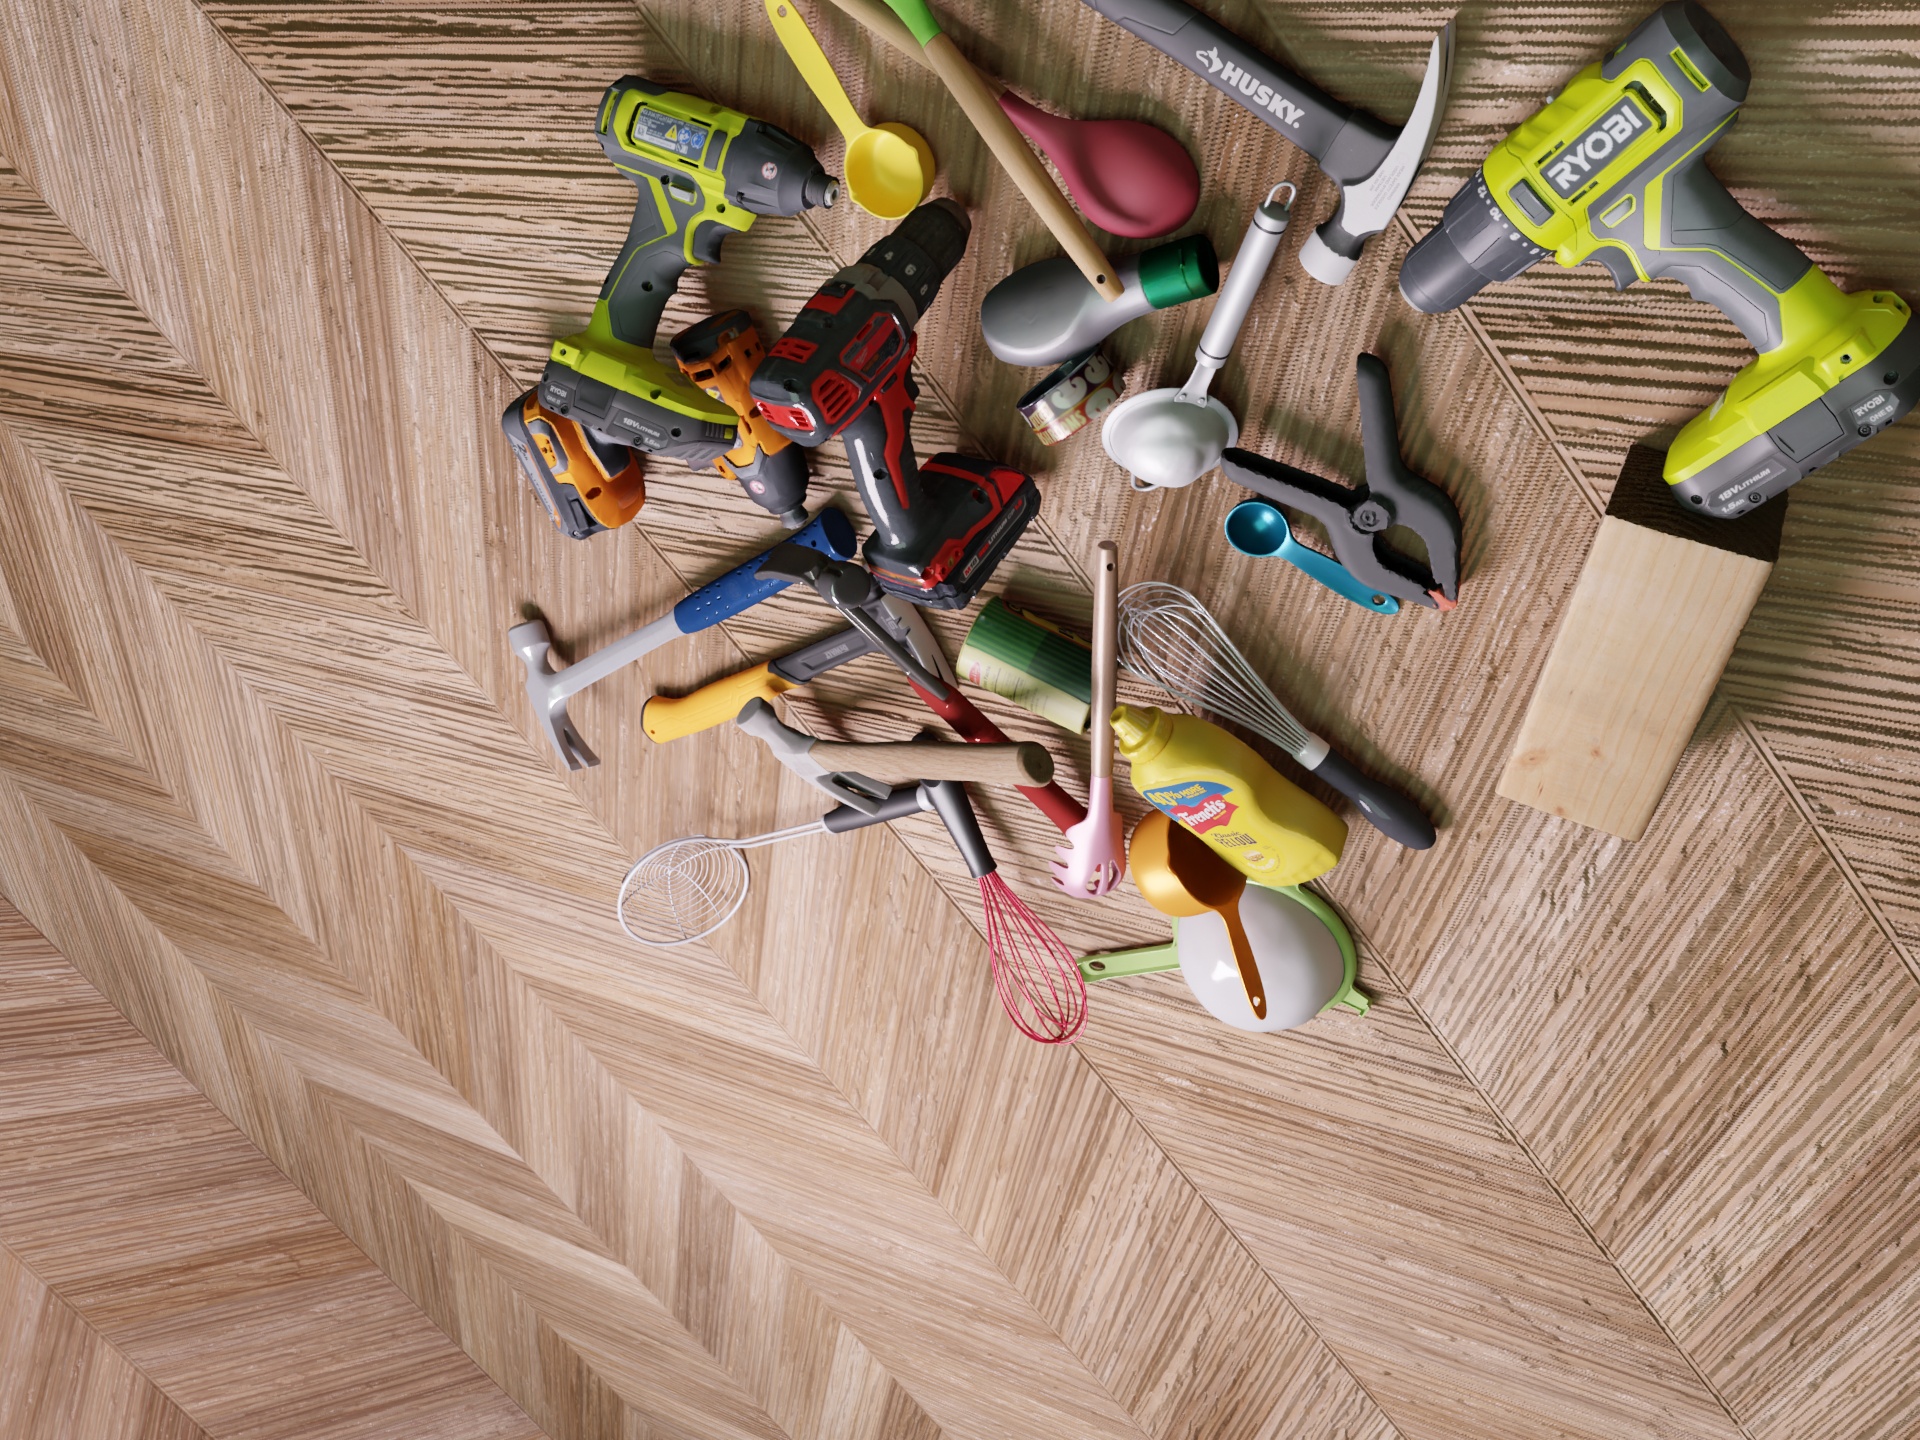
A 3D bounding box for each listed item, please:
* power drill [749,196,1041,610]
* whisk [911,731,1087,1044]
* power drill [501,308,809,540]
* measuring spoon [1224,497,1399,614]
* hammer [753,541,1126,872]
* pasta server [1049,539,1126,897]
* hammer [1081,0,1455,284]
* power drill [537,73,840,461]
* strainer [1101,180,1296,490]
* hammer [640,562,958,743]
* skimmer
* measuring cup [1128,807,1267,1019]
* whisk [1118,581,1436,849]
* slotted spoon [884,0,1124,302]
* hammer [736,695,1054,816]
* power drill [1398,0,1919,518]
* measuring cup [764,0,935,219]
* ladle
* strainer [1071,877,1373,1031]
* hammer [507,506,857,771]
[{"bbox_3d":[-0.027,-0.203,1.032,0.080,0.188,0.226,20,154,37],"label":"power drill"},{"bbox_3d":[0.028,0.143,1.320,0.073,0.073,0.295,-18,102,40],"label":"whisk"},{"bbox_3d":[-0.220,-0.205,1.203,0.226,0.084,0.164,-8,119,32],"label":"power drill"},{"bbox_3d":[0.232,-0.108,1.038,0.128,0.021,0.042,30,135,-4],"label":"measuring spoon"},{"bbox_3d":[-0.002,-0.004,1.191,0.358,0.037,0.149,43,169,-27],"label":"hammer"},{"bbox_3d":[0.097,0.010,1.125,0.040,0.060,0.316,-125,26,-50],"label":"pasta server"},{"bbox_3d":[0.113,-0.390,0.873,0.335,0.035,0.146,36,136,4],"label":"hammer"},{"bbox_3d":[-0.182,-0.293,1.055,0.171,0.080,0.223,25,105,17],"label":"power drill"},{"bbox_3d":[0.148,-0.214,0.960,0.087,0.050,0.258,9,141,-9],"label":"strainer"},{"bbox_3d":[-0.153,-0.029,1.331,0.337,0.034,0.127,-18,112,41],"label":"hammer"},{"bbox_3d":[-0.162,0.130,1.423,0.363,0.090,0.127,-17,146,37],"label":"skimmer"},{"bbox_3d":[0.181,0.143,1.189,0.052,0.095,0.173,-22,85,47],"label":"measuring cup"},{"bbox_3d":[0.218,0.003,1.107,0.284,0.070,0.070,37,136,-5],"label":"whisk"},{"bbox_3d":[0.001,-0.377,0.928,0.070,0.031,0.313,-33,96,29],"label":"slotted spoon"},{"bbox_3d":[-0.043,0.031,1.206,0.130,0.031,0.331,42,157,-29],"label":"hammer"},{"bbox_3d":[0.359,-0.220,0.822,0.228,0.080,0.190,47,134,-4],"label":"power drill"},{"bbox_3d":[-0.070,-0.389,0.997,0.062,0.029,0.156,-22,108,42],"label":"measuring cup"},{"bbox_3d":[0.005,-0.387,0.952,0.315,0.031,0.069,36,131,5],"label":"ladle"},{"bbox_3d":[0.186,0.203,1.271,0.256,0.069,0.151,-15,115,38],"label":"strainer"},{"bbox_3d":[-0.236,-0.075,1.324,0.405,0.035,0.144,-22,86,38],"label":"hammer"}]
